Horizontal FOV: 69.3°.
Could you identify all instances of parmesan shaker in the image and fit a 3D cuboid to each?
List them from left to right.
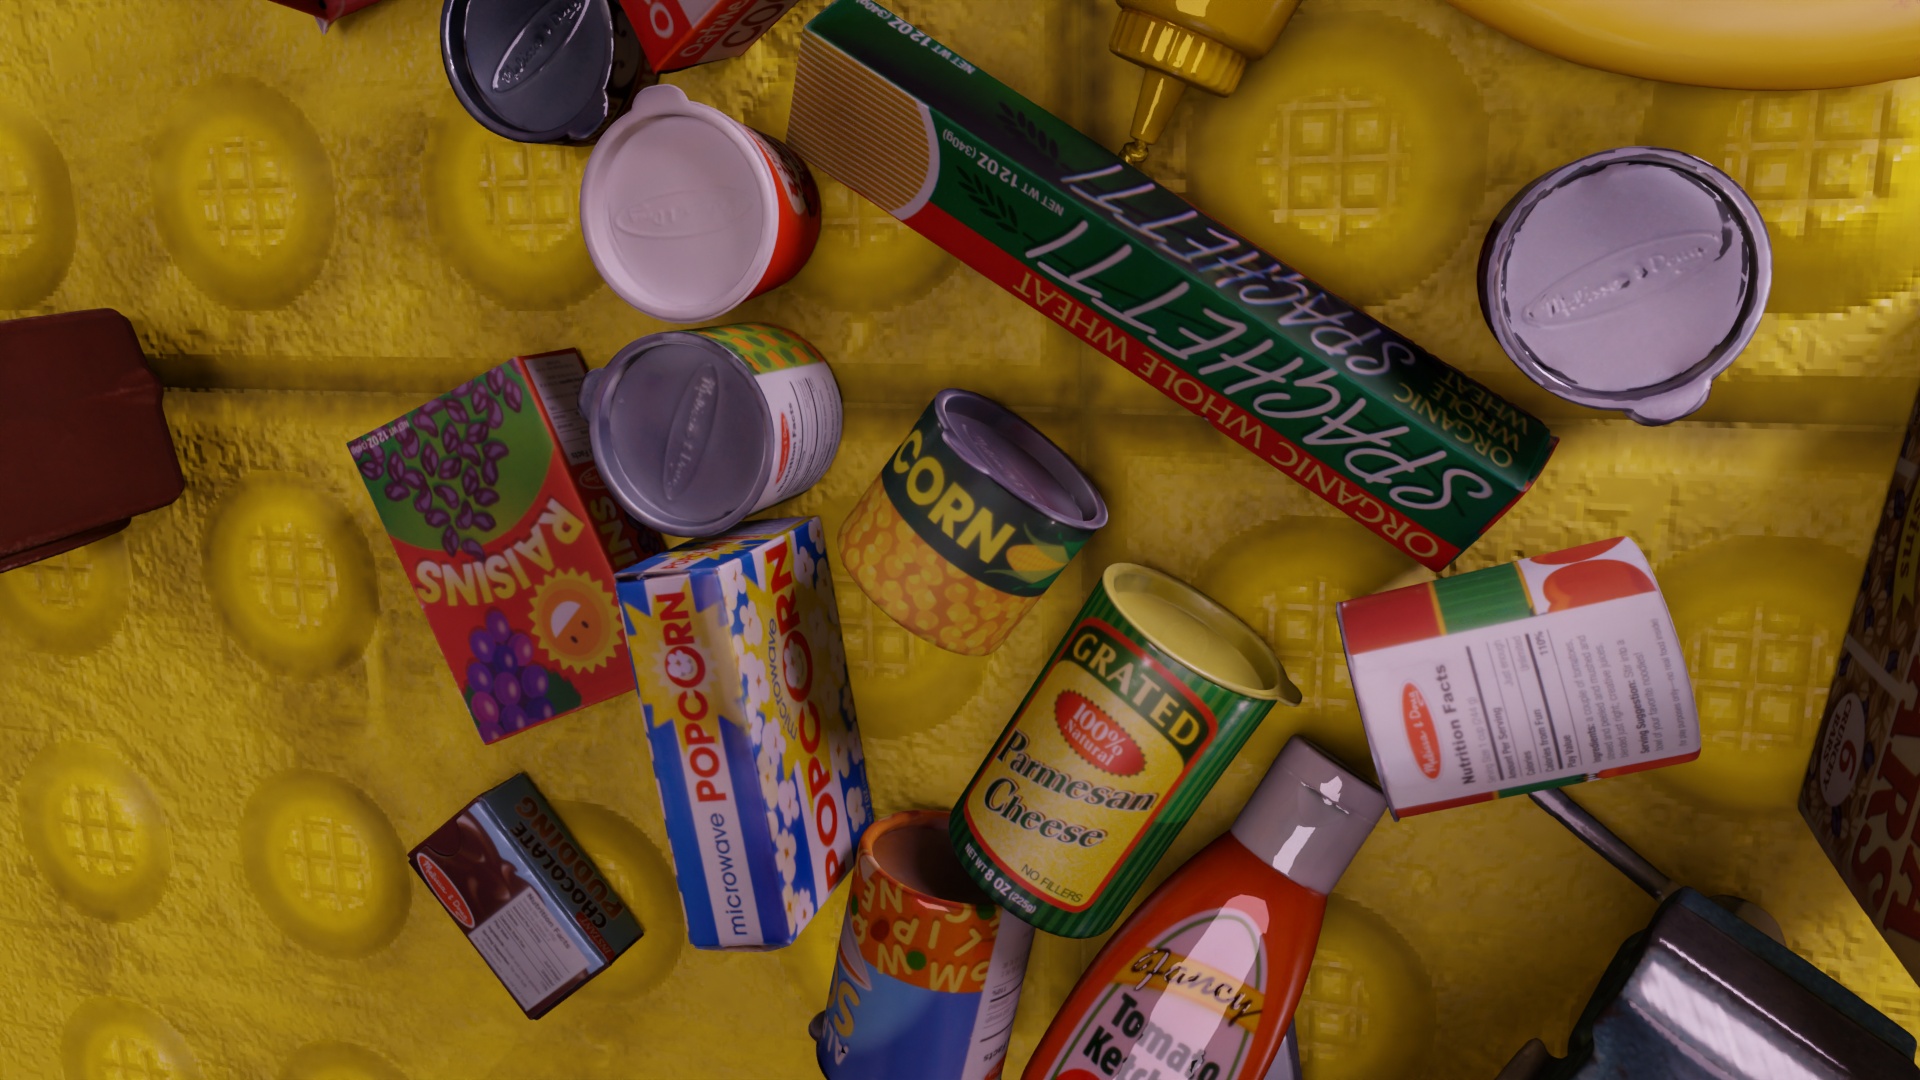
[{"bbox_3d":[0.050,0.069,0.442,0.071,0.071,0.102,34,110,8],"label":"parmesan shaker"}]

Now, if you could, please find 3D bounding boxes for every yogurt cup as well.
[{"bbox_3d":[-0.081,-0.107,0.452,0.072,0.054,0.072,4,103,17],"label":"yogurt cup"}]

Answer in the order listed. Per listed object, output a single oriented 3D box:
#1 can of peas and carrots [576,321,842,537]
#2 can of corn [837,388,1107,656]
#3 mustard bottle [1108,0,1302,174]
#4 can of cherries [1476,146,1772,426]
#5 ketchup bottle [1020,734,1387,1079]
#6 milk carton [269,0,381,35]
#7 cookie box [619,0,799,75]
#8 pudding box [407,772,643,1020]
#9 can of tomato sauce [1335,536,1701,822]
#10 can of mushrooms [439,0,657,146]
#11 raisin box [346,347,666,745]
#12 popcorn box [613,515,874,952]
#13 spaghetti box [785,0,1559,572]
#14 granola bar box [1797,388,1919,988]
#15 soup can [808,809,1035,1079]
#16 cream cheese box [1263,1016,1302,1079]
[{"bbox_3d":[-0.082,-0.040,0.465,0.071,0.059,0.070,4,103,17],"label":"can of peas and carrots"},{"bbox_3d":[0.002,-0.006,0.440,0.071,0.071,0.058,40,112,6],"label":"can of corn"},{"bbox_3d":[0.079,-0.178,0.388,0.065,0.049,0.159,26,108,13],"label":"mustard bottle"},{"bbox_3d":[0.176,-0.069,0.377,0.071,0.058,0.071,4,103,16],"label":"can of cherries"},{"bbox_3d":[0.082,0.133,0.444,0.065,0.043,0.148,33,94,14],"label":"ketchup bottle"},{"bbox_3d":[-0.185,-0.230,0.427,0.190,0.074,0.072,-15,99,49],"label":"milk carton"},{"bbox_3d":[-0.061,-0.229,0.390,0.167,0.040,0.123,-20,95,48],"label":"cookie box"},{"bbox_3d":[-0.172,0.140,0.549,0.049,0.030,0.083,-39,88,22],"label":"pudding box"},{"bbox_3d":[0.159,0.039,0.402,0.083,0.071,0.071,-16,97,17],"label":"can of tomato sauce"},{"bbox_3d":[-0.136,-0.165,0.469,0.071,0.033,0.071,4,103,17],"label":"can of mushrooms"},{"bbox_3d":[-0.158,0.003,0.510,0.086,0.040,0.123,-22,93,20],"label":"raisin box"},{"bbox_3d":[-0.069,0.061,0.469,0.038,0.085,0.126,-7,100,18],"label":"popcorn box"},{"bbox_3d":[0.056,-0.078,0.417,0.250,0.029,0.050,35,147,8],"label":"spaghetti box"},{"bbox_3d":[0.259,0.019,0.335,0.039,0.124,0.165,11,105,14],"label":"granola bar box"},{"bbox_3d":[-0.013,0.145,0.480,0.071,0.071,0.083,15,106,14],"label":"soup can"},{"bbox_3d":[0.095,0.212,0.483,0.053,0.024,0.103,-7,100,18],"label":"cream cheese box"}]
